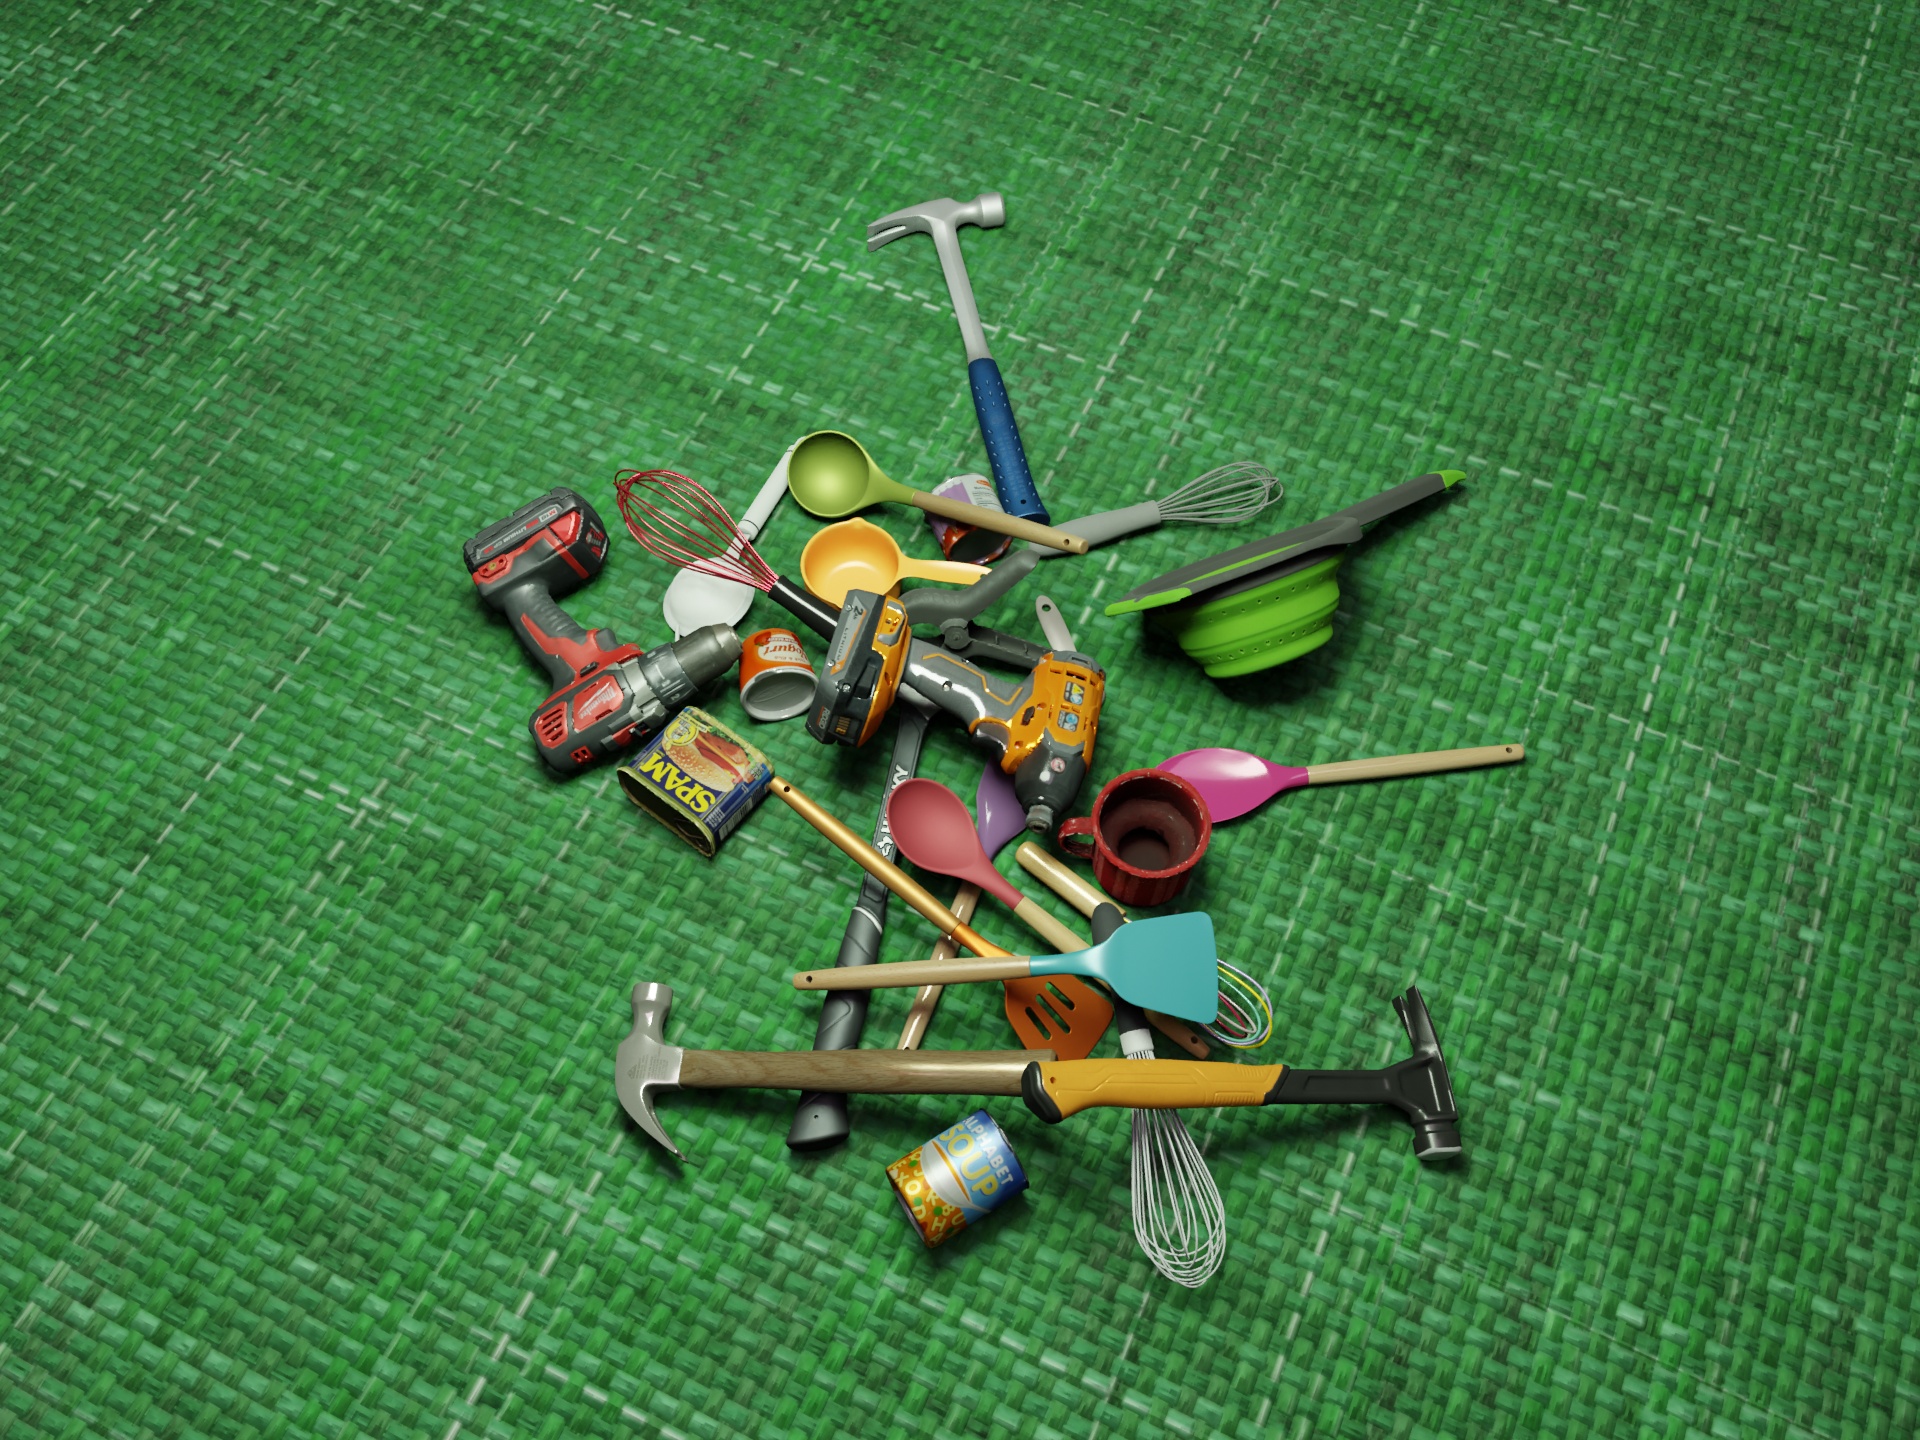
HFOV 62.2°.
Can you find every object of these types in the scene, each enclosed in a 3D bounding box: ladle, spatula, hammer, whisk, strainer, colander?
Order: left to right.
[{"bbox_3d":[-0.197,-0.167,1.429,0.087,0.050,0.259,13,58,23],"label":"strainer"},{"bbox_3d":[-0.172,-0.125,1.347,0.296,0.073,0.073,35,66,4],"label":"whisk"},{"bbox_3d":[-0.094,0.259,1.162,0.331,0.031,0.130,-1,62,11],"label":"hammer"},{"bbox_3d":[-0.075,0.139,1.265,0.149,0.036,0.409,10,62,6],"label":"hammer"},{"bbox_3d":[-0.024,0.149,1.232,0.323,0.041,0.081,38,66,10],"label":"spatula"},{"bbox_3d":[-0.026,-0.187,1.367,0.320,0.062,0.078,22,102,38],"label":"ladle"},{"bbox_3d":[0.010,0.135,1.277,0.060,0.018,0.316,25,63,-2],"label":"spatula"},{"bbox_3d":[0.012,-0.350,1.529,0.144,0.035,0.406,-10,62,-6],"label":"hammer"},{"bbox_3d":[0.030,0.189,1.184,0.317,0.044,0.082,-5,71,13],"label":"spatula"},{"bbox_3d":[0.067,0.158,1.237,0.315,0.031,0.069,39,62,8],"label":"ladle"},{"bbox_3d":[0.139,0.175,1.244,0.245,0.047,0.051,36,57,21],"label":"whisk"},{"bbox_3d":[0.138,0.269,1.169,0.070,0.070,0.285,-10,67,-5],"label":"whisk"},{"bbox_3d":[0.177,-0.185,1.437,0.239,0.055,0.055,-16,63,-4],"label":"whisk"},{"bbox_3d":[0.203,0.255,1.148,0.336,0.034,0.127,4,60,-19],"label":"hammer"},{"bbox_3d":[0.311,-0.123,1.374,0.397,0.204,0.094,-24,98,-30],"label":"colander"}]

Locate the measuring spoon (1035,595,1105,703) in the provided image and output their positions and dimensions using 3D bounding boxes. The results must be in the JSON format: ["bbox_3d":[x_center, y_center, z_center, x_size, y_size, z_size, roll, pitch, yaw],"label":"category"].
[{"bbox_3d":[0.092,-0.062,1.383,0.034,0.018,0.124,-18,62,-9],"label":"measuring spoon"}]

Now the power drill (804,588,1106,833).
[{"bbox_3d":[-0.002,-0.004,1.260,0.226,0.084,0.164,17,52,-5],"label":"power drill"}]

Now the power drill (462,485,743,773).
[{"bbox_3d":[-0.304,-0.087,1.348,0.188,0.080,0.227,-30,68,0],"label":"power drill"}]

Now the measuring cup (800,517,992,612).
[{"bbox_3d":[-0.053,-0.121,1.397,0.173,0.052,0.095,6,62,1],"label":"measuring cup"}]

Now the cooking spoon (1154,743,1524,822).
[{"bbox_3d":[0.314,0.044,1.327,0.319,0.017,0.069,-6,60,-3],"label":"cooking spoon"}]
